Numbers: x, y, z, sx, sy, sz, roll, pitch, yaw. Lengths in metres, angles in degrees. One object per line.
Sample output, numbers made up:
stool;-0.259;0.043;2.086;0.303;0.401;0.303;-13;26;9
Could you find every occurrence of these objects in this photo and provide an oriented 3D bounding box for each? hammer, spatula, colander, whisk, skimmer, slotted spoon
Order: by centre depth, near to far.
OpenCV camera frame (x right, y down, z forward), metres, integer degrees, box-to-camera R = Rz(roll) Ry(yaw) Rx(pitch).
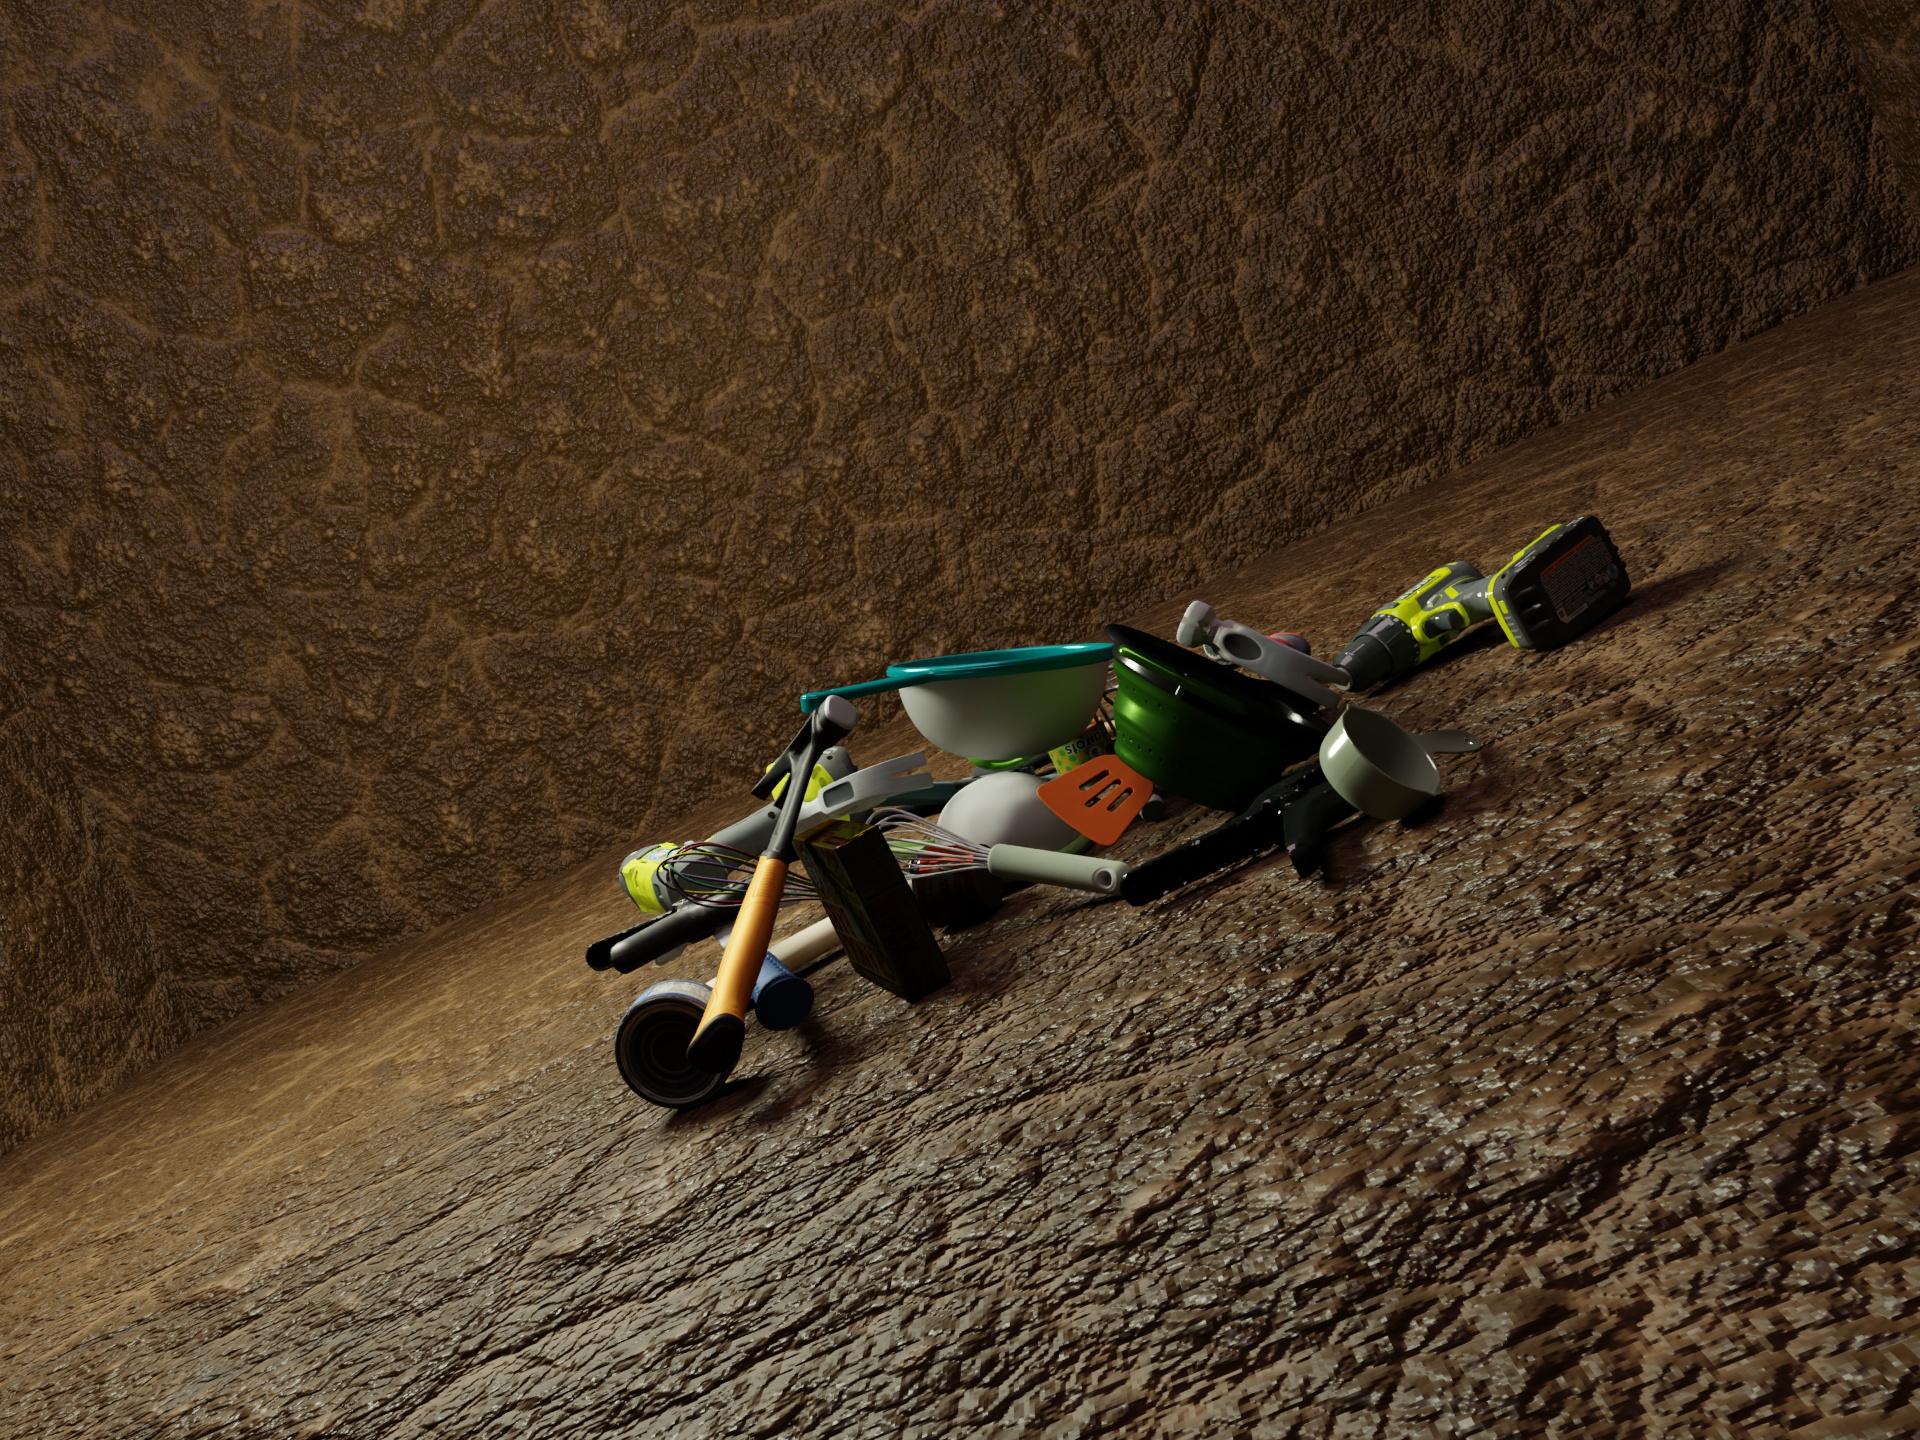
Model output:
hammer;-0.145;0.123;1.162;0.127;0.034;0.337;-49;18;35
whisk;0.022;0.105;1.208;0.246;0.058;0.059;6;5;33
hammer;-0.169;0.186;1.286;0.144;0.035;0.405;-25;8;-14
whisk;-0.129;0.137;1.289;0.244;0.047;0.051;13;15;-26
colander;0.223;0.010;1.318;0.397;0.205;0.094;2;-65;-64
spatula;0.192;0.036;1.367;0.322;0.081;0.041;-15;-46;-49
hammer;-0.088;0.175;1.392;0.410;0.038;0.146;-27;7;-26
hammer;0.302;-0.058;1.462;0.038;0.143;0.386;-66;-16;9
hammer;-0.008;0.068;1.499;0.128;0.033;0.330;-29;-18;34
skimmer;0.140;0.023;1.503;0.127;0.090;0.364;-16;27;-2
hammer;-0.065;0.102;1.665;0.334;0.035;0.146;-14;1;-37
slotted spoon;0.158;0.010;1.698;0.314;0.031;0.070;-13;-13;5
hammer;0.170;-0.001;1.764;0.409;0.036;0.149;-27;-25;35

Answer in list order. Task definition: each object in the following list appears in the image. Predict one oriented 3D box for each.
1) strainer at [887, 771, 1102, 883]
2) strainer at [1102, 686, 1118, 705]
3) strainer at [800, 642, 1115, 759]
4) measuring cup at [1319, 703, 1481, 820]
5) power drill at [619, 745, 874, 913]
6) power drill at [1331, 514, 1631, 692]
strainer;-0.010;0.087;1.398;0.256;0.069;0.151;-5;18;25
strainer;0.231;-0.011;1.442;0.258;0.050;0.086;-3;-36;-41
strainer;-0.002;-0.004;1.397;0.211;0.095;0.340;-1;8;45
measuring cup;0.298;0.028;1.059;0.167;0.083;0.038;-4;-42;-47
power drill;-0.208;0.107;1.494;0.223;0.080;0.171;-30;15;-29
power drill;0.451;-0.094;1.409;0.190;0.080;0.228;-33;7;-28
